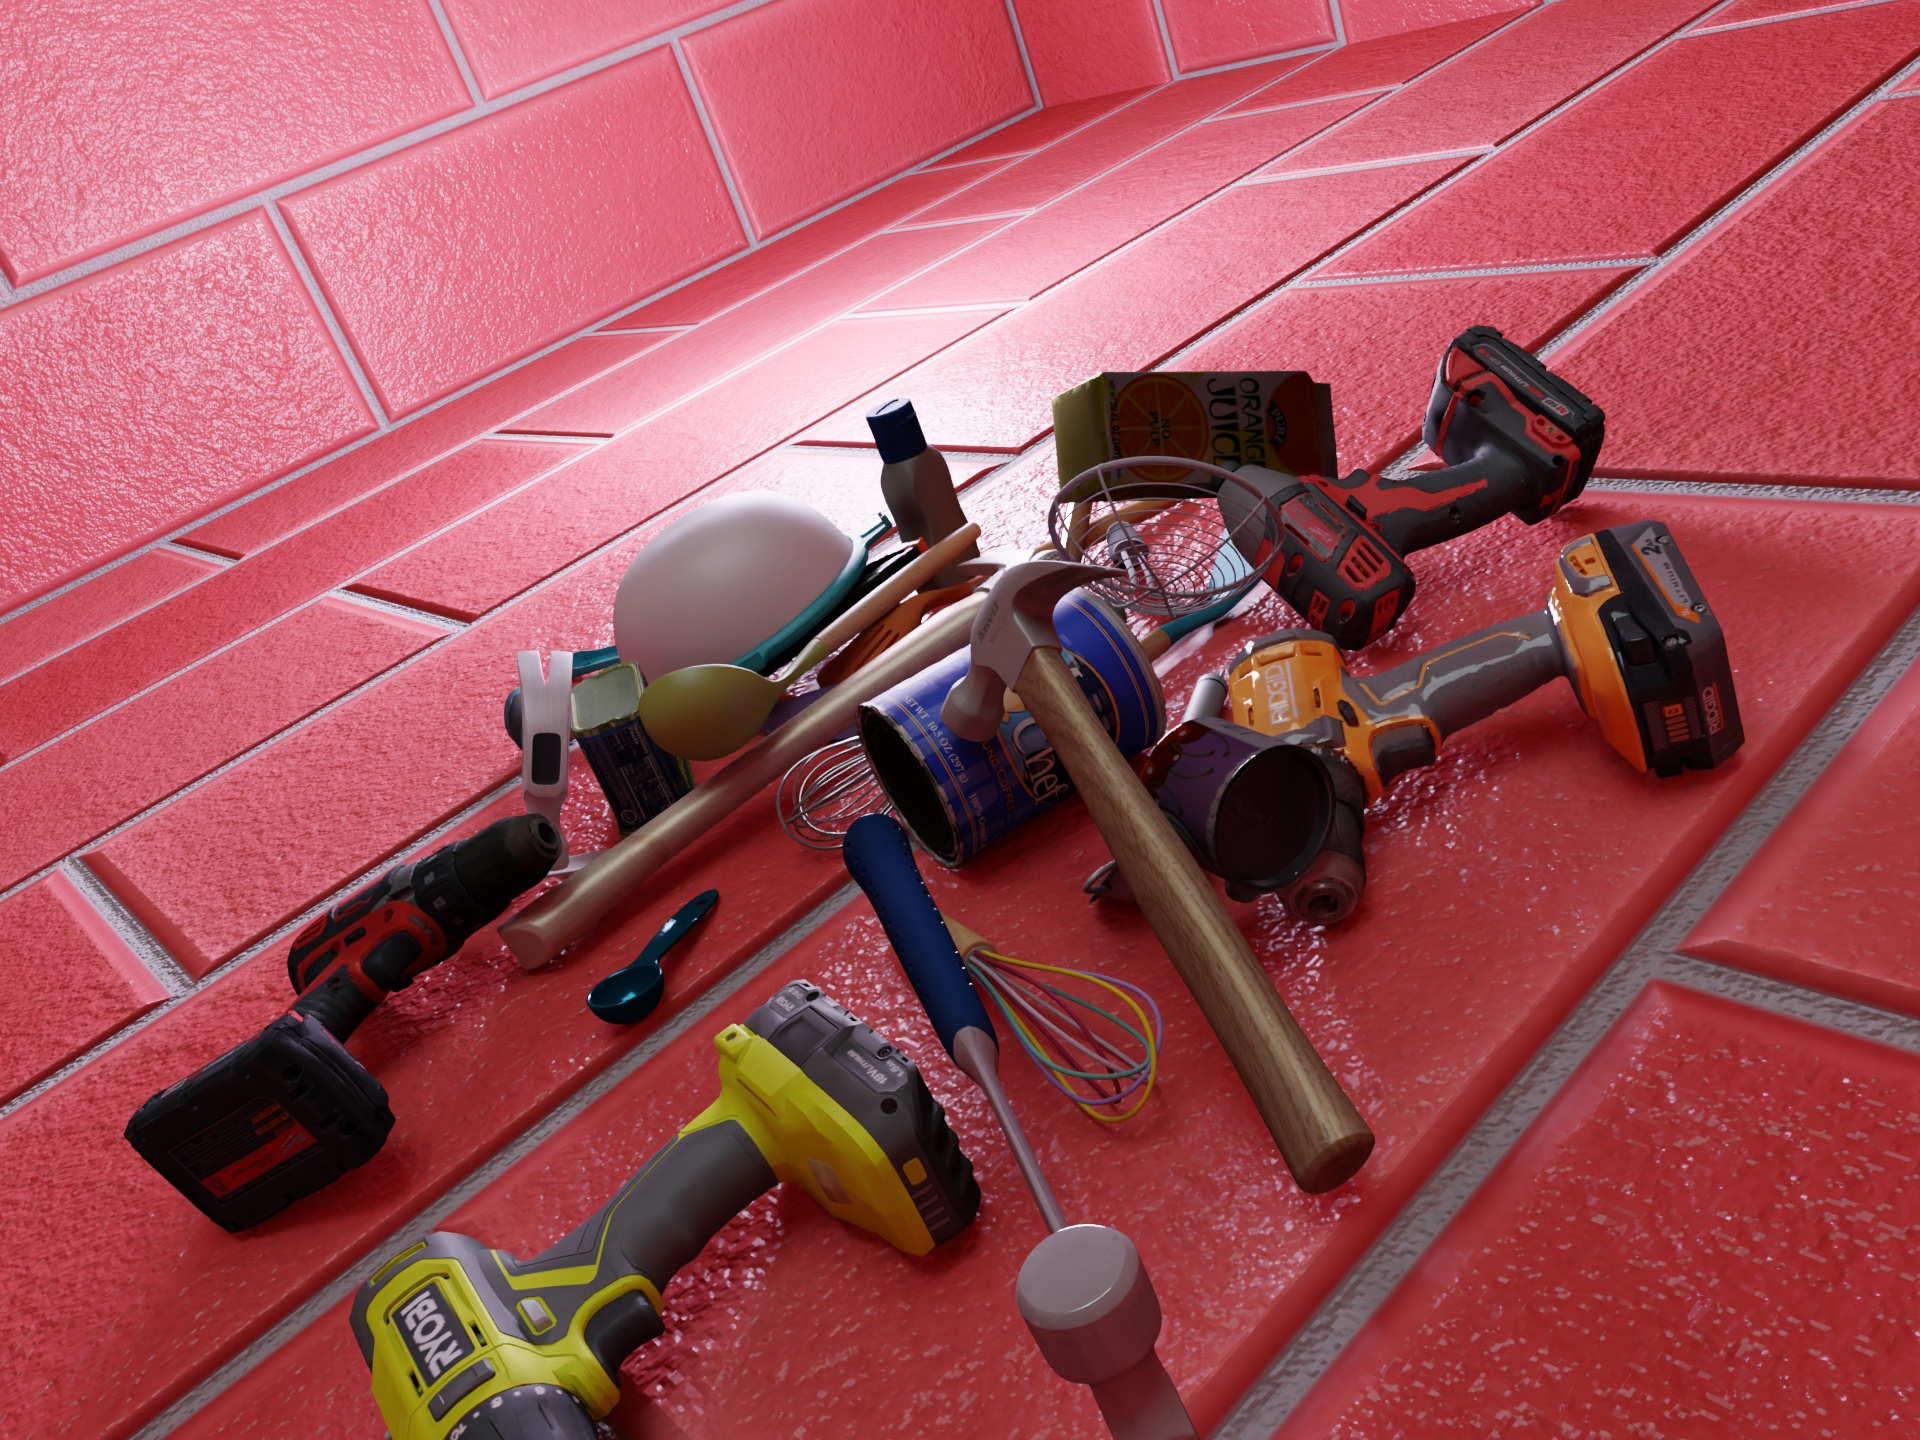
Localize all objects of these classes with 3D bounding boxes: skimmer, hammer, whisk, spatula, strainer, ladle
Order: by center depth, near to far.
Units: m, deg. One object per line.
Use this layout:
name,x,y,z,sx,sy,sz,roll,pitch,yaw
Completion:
hammer,0.010,0.137,0.602,0.035,0.144,0.406,-26,24,-5
hammer,0.078,0.049,0.674,0.031,0.130,0.332,2,40,-29
whisk,0.017,0.122,0.734,0.051,0.047,0.245,-20,19,-23
strainer,0.116,0.030,0.834,0.086,0.050,0.258,-58,-1,33
whisk,-0.002,-0.003,0.946,0.246,0.059,0.057,-33,-10,-12
skimmer,0.116,-0.126,0.987,0.127,0.090,0.363,9,12,1
spatula,0.101,-0.047,0.988,0.317,0.044,0.082,-36,13,-25
hammer,-0.110,0.015,0.996,0.410,0.038,0.146,-37,16,-17
ladle,-0.085,-0.068,1.041,0.320,0.062,0.078,-42,-3,-43
hammer,-0.291,0.011,1.084,0.033,0.128,0.331,1,5,-18
spatula,-0.174,-0.001,1.131,0.316,0.018,0.060,-3,41,31
spatula,0.040,-0.101,1.164,0.322,0.041,0.081,-26,26,-20
strainer,-0.224,-0.096,1.208,0.340,0.095,0.211,-11,32,42

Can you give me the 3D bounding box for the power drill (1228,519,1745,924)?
power drill,0.239,0.004,0.751,0.226,0.084,0.185,-17,33,18

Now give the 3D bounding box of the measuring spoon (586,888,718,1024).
measuring spoon,-0.162,0.131,0.879,0.042,0.021,0.129,-10,19,23

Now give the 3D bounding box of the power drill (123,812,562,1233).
power drill,-0.316,0.145,0.855,0.188,0.080,0.227,-30,20,18

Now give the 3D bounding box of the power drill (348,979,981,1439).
power drill,-0.108,0.214,0.607,0.228,0.080,0.191,-35,29,-22

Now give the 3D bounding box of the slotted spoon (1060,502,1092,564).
slotted spoon,0.078,-0.115,1.113,0.070,0.031,0.314,-48,16,33

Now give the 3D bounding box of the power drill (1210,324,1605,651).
power drill,0.265,-0.144,0.965,0.219,0.078,0.143,-31,60,-18

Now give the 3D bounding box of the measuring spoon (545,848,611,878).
measuring spoon,-0.251,0.099,1.008,0.124,0.018,0.034,-11,27,5
